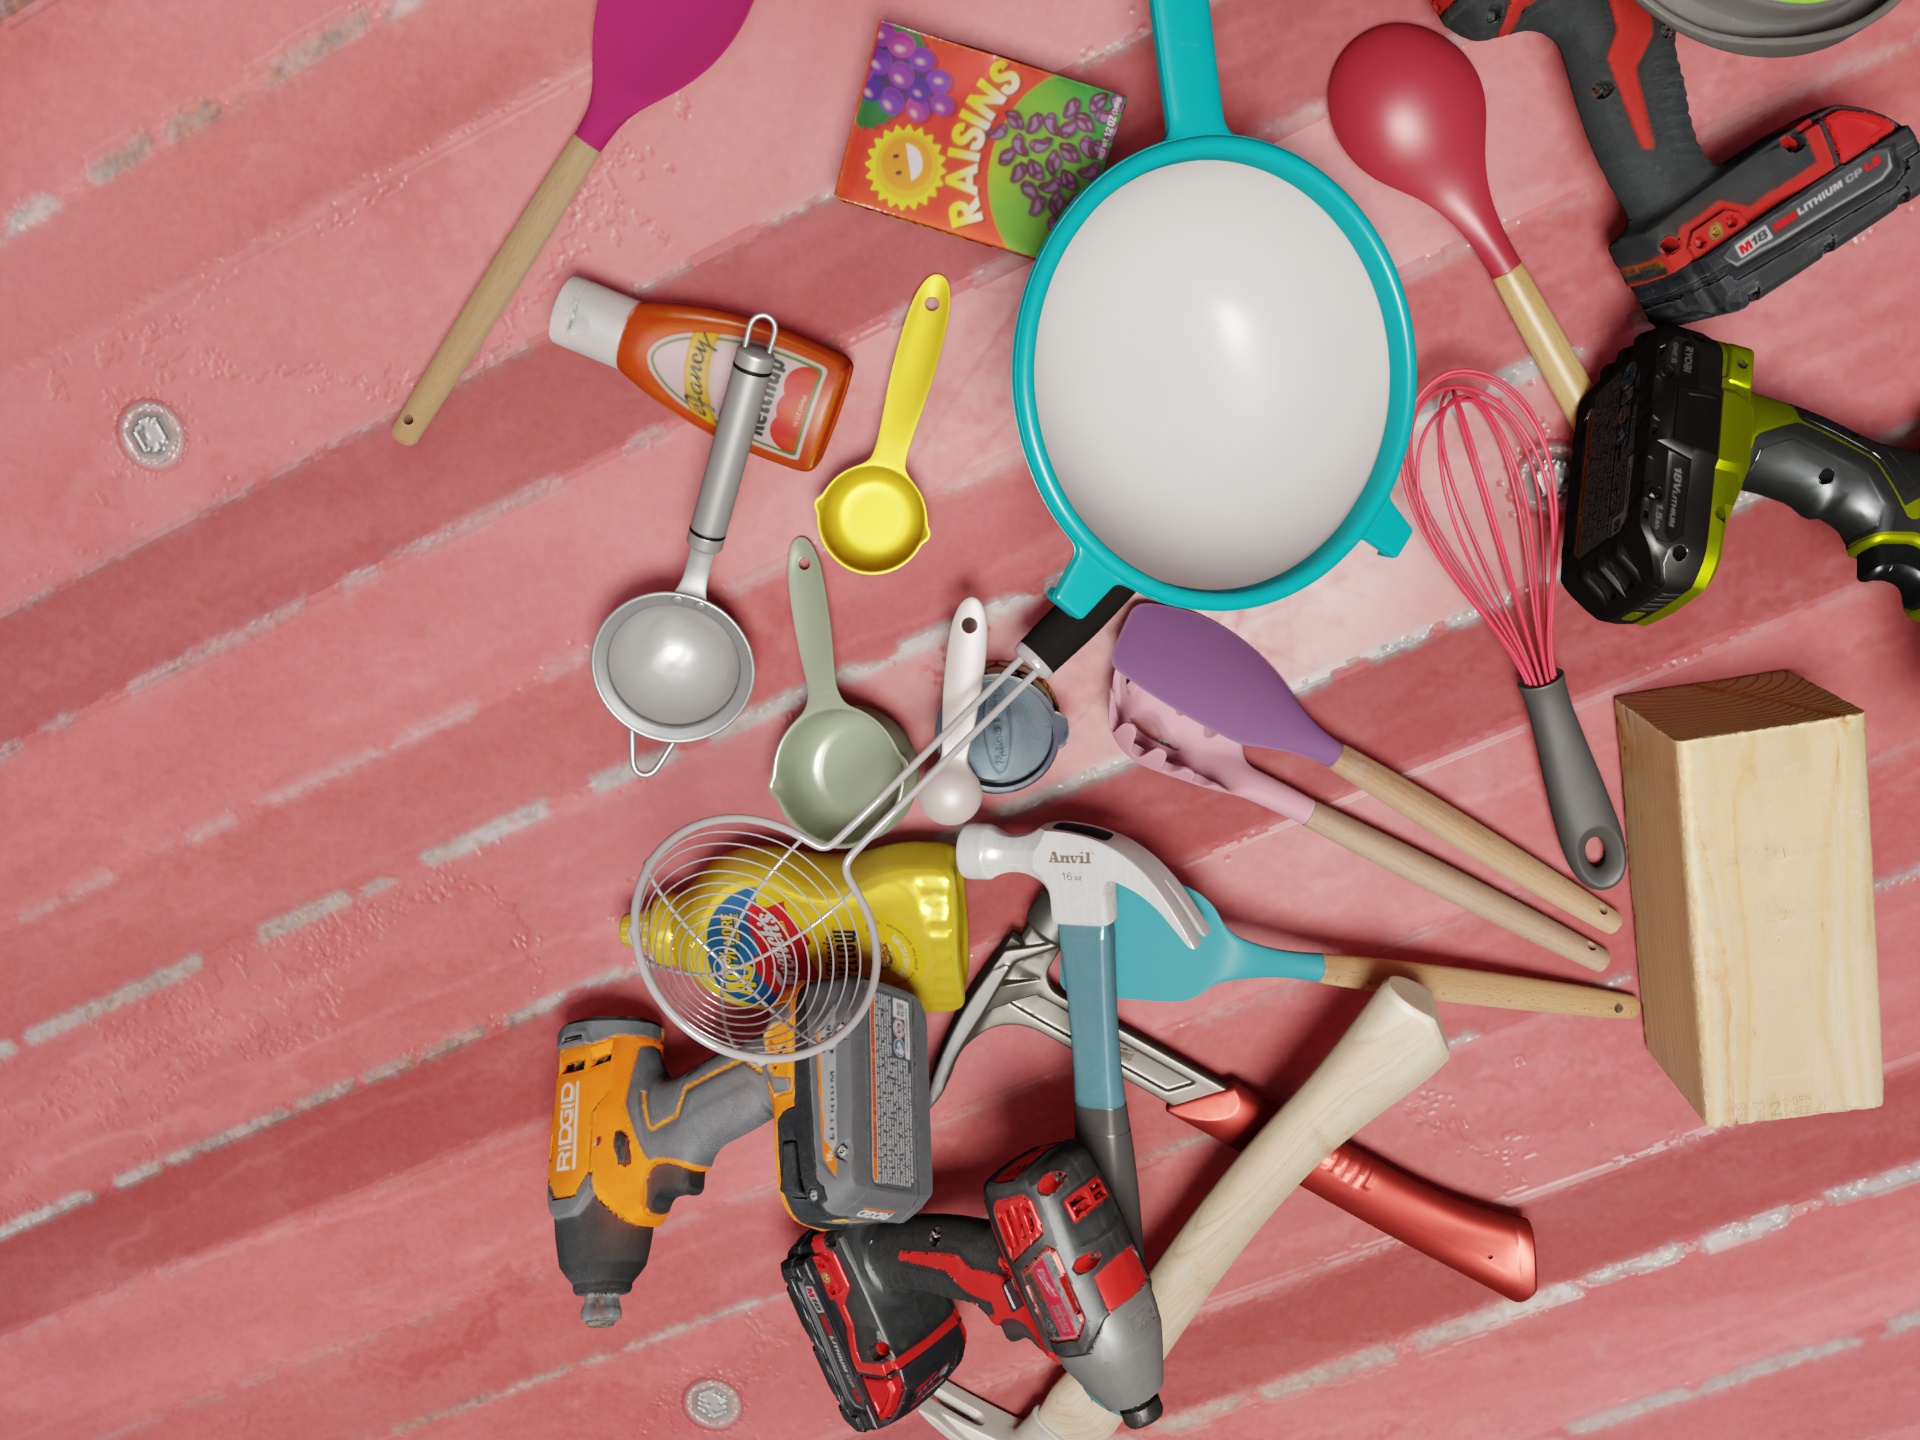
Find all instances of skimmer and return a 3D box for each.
[{"bbox_3d":[-0.004,0.011,0.771,0.363,0.090,0.127,-45,88,-5],"label":"skimmer"}]

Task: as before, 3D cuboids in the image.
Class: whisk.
[{"bbox_3d":[0.290,-0.038,0.806,0.073,0.073,0.295,-21,109,10],"label":"whisk"}]

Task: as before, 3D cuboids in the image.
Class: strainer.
[{"bbox_3d":[0.095,-0.221,0.744,0.211,0.095,0.340,-12,100,-21],"label":"strainer"},{"bbox_3d":[-0.131,-0.087,0.816,0.087,0.050,0.258,16,119,-8],"label":"strainer"}]

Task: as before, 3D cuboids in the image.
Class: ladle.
[{"bbox_3d":[0.278,-0.197,0.778,0.069,0.031,0.315,-32,102,12],"label":"ladle"}]

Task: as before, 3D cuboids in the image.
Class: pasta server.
[{"bbox_3d":[0.213,0.057,0.847,0.316,0.060,0.040,27,141,-5],"label":"pasta server"}]

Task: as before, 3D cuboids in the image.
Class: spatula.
[{"bbox_3d":[0.220,0.029,0.841,0.316,0.018,0.060,31,63,-7],"label":"spatula"},{"bbox_3d":[0.215,0.132,0.860,0.317,0.044,0.082,9,95,-9],"label":"spatula"}]

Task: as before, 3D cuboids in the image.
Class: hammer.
[{"bbox_3d":[0.127,0.294,0.889,0.146,0.038,0.410,29,115,-3],"label":"hammer"},{"bbox_3d":[0.074,0.216,0.849,0.128,0.033,0.331,-1,101,24],"label":"hammer"},{"bbox_3d":[0.163,0.238,0.902,0.359,0.037,0.149,30,106,-3],"label":"hammer"}]

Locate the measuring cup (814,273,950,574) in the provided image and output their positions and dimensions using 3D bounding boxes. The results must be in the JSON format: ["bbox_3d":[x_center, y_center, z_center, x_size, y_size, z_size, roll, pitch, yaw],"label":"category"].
[{"bbox_3d":[-0.031,-0.152,0.823,0.062,0.029,0.156,16,94,0],"label":"measuring cup"}]

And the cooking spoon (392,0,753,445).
[{"bbox_3d":[-0.202,-0.270,0.803,0.068,0.017,0.319,37,105,-5],"label":"cooking spoon"}]

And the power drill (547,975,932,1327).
[{"bbox_3d":[-0.127,0.228,0.840,0.226,0.084,0.164,-17,62,29],"label":"power drill"}]

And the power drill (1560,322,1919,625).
[{"bbox_3d":[0.403,-0.079,0.729,0.228,0.080,0.191,13,74,-3],"label":"power drill"}]

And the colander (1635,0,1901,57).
[{"bbox_3d":[0.408,-0.355,0.639,0.397,0.094,0.204,16,81,-16],"label":"colander"}]

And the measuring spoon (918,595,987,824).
[{"bbox_3d":[-0.001,-0.003,0.824,0.034,0.018,0.124,8,105,4],"label":"measuring spoon"}]

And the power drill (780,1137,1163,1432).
[{"bbox_3d":[0.012,0.313,0.854,0.219,0.078,0.143,-28,85,42],"label":"power drill"}]

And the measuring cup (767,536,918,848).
[{"bbox_3d":[-0.067,-0.015,0.857,0.083,0.038,0.167,-11,87,21],"label":"measuring cup"}]

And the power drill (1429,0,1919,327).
[{"bbox_3d":[0.336,-0.315,0.715,0.188,0.080,0.226,-34,96,6],"label":"power drill"}]
